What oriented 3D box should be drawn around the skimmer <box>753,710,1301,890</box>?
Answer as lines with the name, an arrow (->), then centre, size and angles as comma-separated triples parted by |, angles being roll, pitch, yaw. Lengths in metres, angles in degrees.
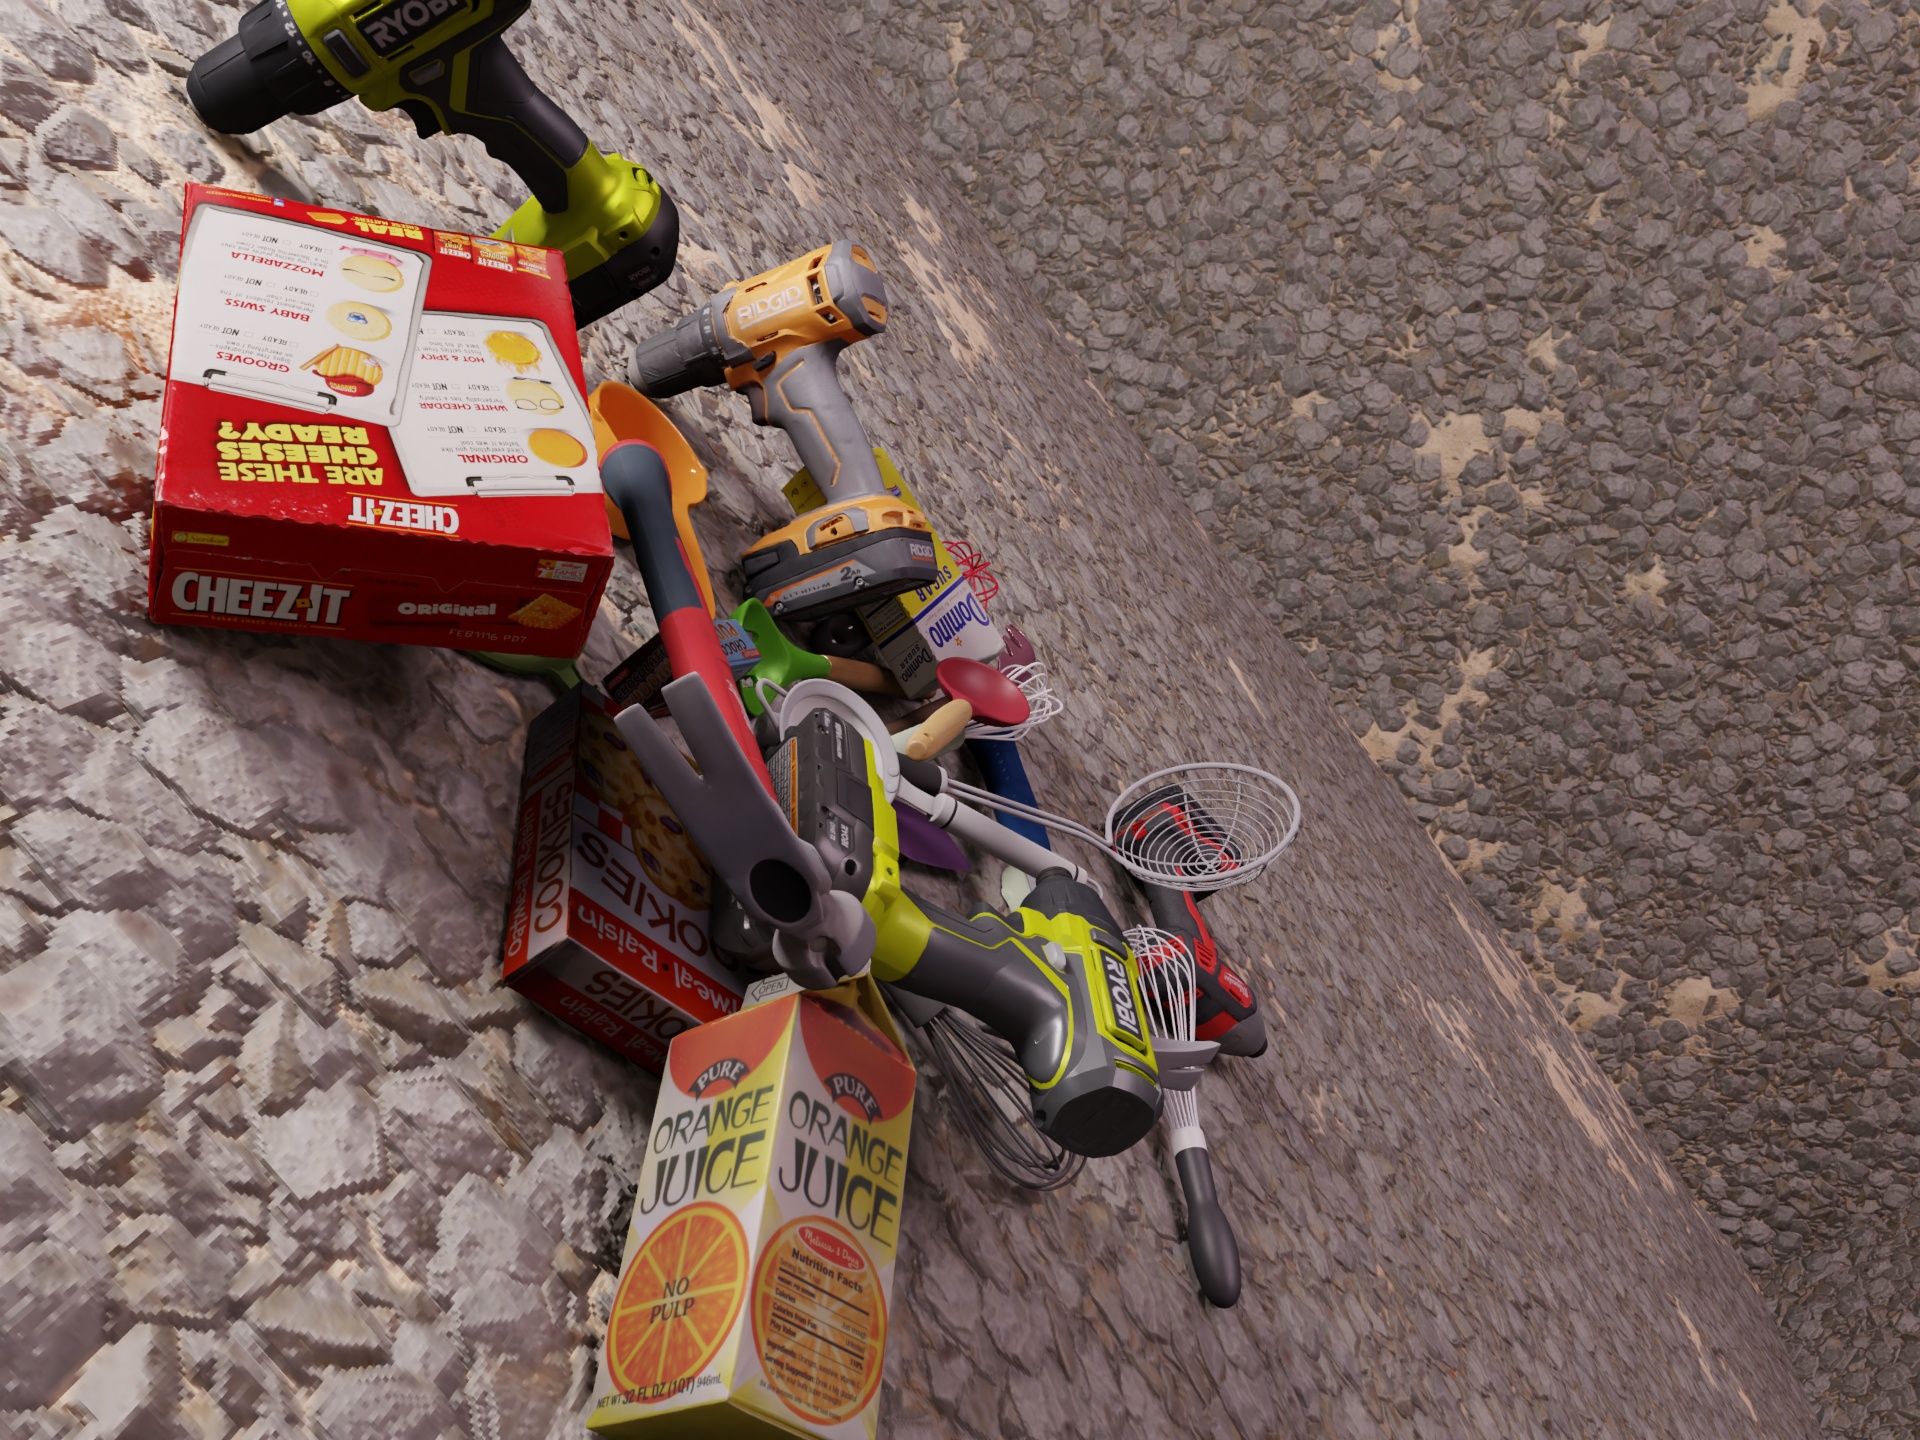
skimmer -> 0.050, 0.031, 0.995 | 0.363, 0.090, 0.127 | 19, 21, -27

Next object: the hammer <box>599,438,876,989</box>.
hammer -> -0.128, -0.051, 0.705 | 0.143, 0.038, 0.387 | 62, -1, -37

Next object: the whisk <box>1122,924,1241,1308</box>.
whisk -> 0.148, 0.257, 1.075 | 0.070, 0.070, 0.285 | 38, 30, -39

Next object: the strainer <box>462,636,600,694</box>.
strainer -> -0.229, -0.137, 0.814 | 0.151, 0.069, 0.257 | 38, 27, -39

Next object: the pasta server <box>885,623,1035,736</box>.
pasta server -> -0.008, -0.017, 1.175 | 0.040, 0.060, 0.316 | 31, 22, 14

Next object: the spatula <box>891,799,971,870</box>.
spatula -> -0.080, 0.053, 0.927 | 0.060, 0.018, 0.315 | 52, 16, 26

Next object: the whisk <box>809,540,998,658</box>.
whisk -> -0.042, -0.086, 1.197 | 0.073, 0.073, 0.296 | 55, 26, 0

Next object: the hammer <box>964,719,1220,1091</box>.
hammer -> 0.053, 0.097, 1.027 | 0.144, 0.035, 0.406 | 23, 19, -17

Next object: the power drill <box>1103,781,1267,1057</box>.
power drill -> 0.189, 0.168, 1.288 | 0.143, 0.078, 0.220 | 43, 25, -30

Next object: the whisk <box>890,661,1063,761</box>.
whisk -> -0.003, 0.006, 1.080 | 0.058, 0.059, 0.246 | 27, 27, 25

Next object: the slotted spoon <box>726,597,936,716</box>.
slotted spoon -> -0.081, -0.030, 1.045 | 0.313, 0.031, 0.070 | 9, 81, -68

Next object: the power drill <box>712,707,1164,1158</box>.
power drill -> -0.005, 0.095, 0.765 | 0.223, 0.080, 0.171 | 33, 26, -26

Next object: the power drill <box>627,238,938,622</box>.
power drill -> -0.120, -0.180, 1.047 | 0.084, 0.185, 0.226 | -5, 81, -68

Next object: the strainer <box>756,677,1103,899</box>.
strainer -> -0.019, 0.051, 0.920 | 0.258, 0.050, 0.087 | 29, 45, -22

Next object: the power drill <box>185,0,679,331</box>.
power drill -> -0.277, -0.315, 0.870 | 0.228, 0.190, 0.080 | 54, 13, -51

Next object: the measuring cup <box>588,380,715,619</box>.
measuring cup -> -0.183, -0.114, 0.914 | 0.095, 0.052, 0.174 | 26, 36, -55

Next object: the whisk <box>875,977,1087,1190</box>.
whisk -> -0.014, 0.158, 0.870 | 0.239, 0.055, 0.055 | 51, 19, 0

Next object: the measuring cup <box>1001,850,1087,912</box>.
measuring cup -> 0.057, 0.093, 1.148 | 0.083, 0.038, 0.168 | 35, 29, -44

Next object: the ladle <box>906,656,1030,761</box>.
ladle -> -0.001, -0.003, 0.930 | 0.069, 0.031, 0.315 | 31, 9, 3
